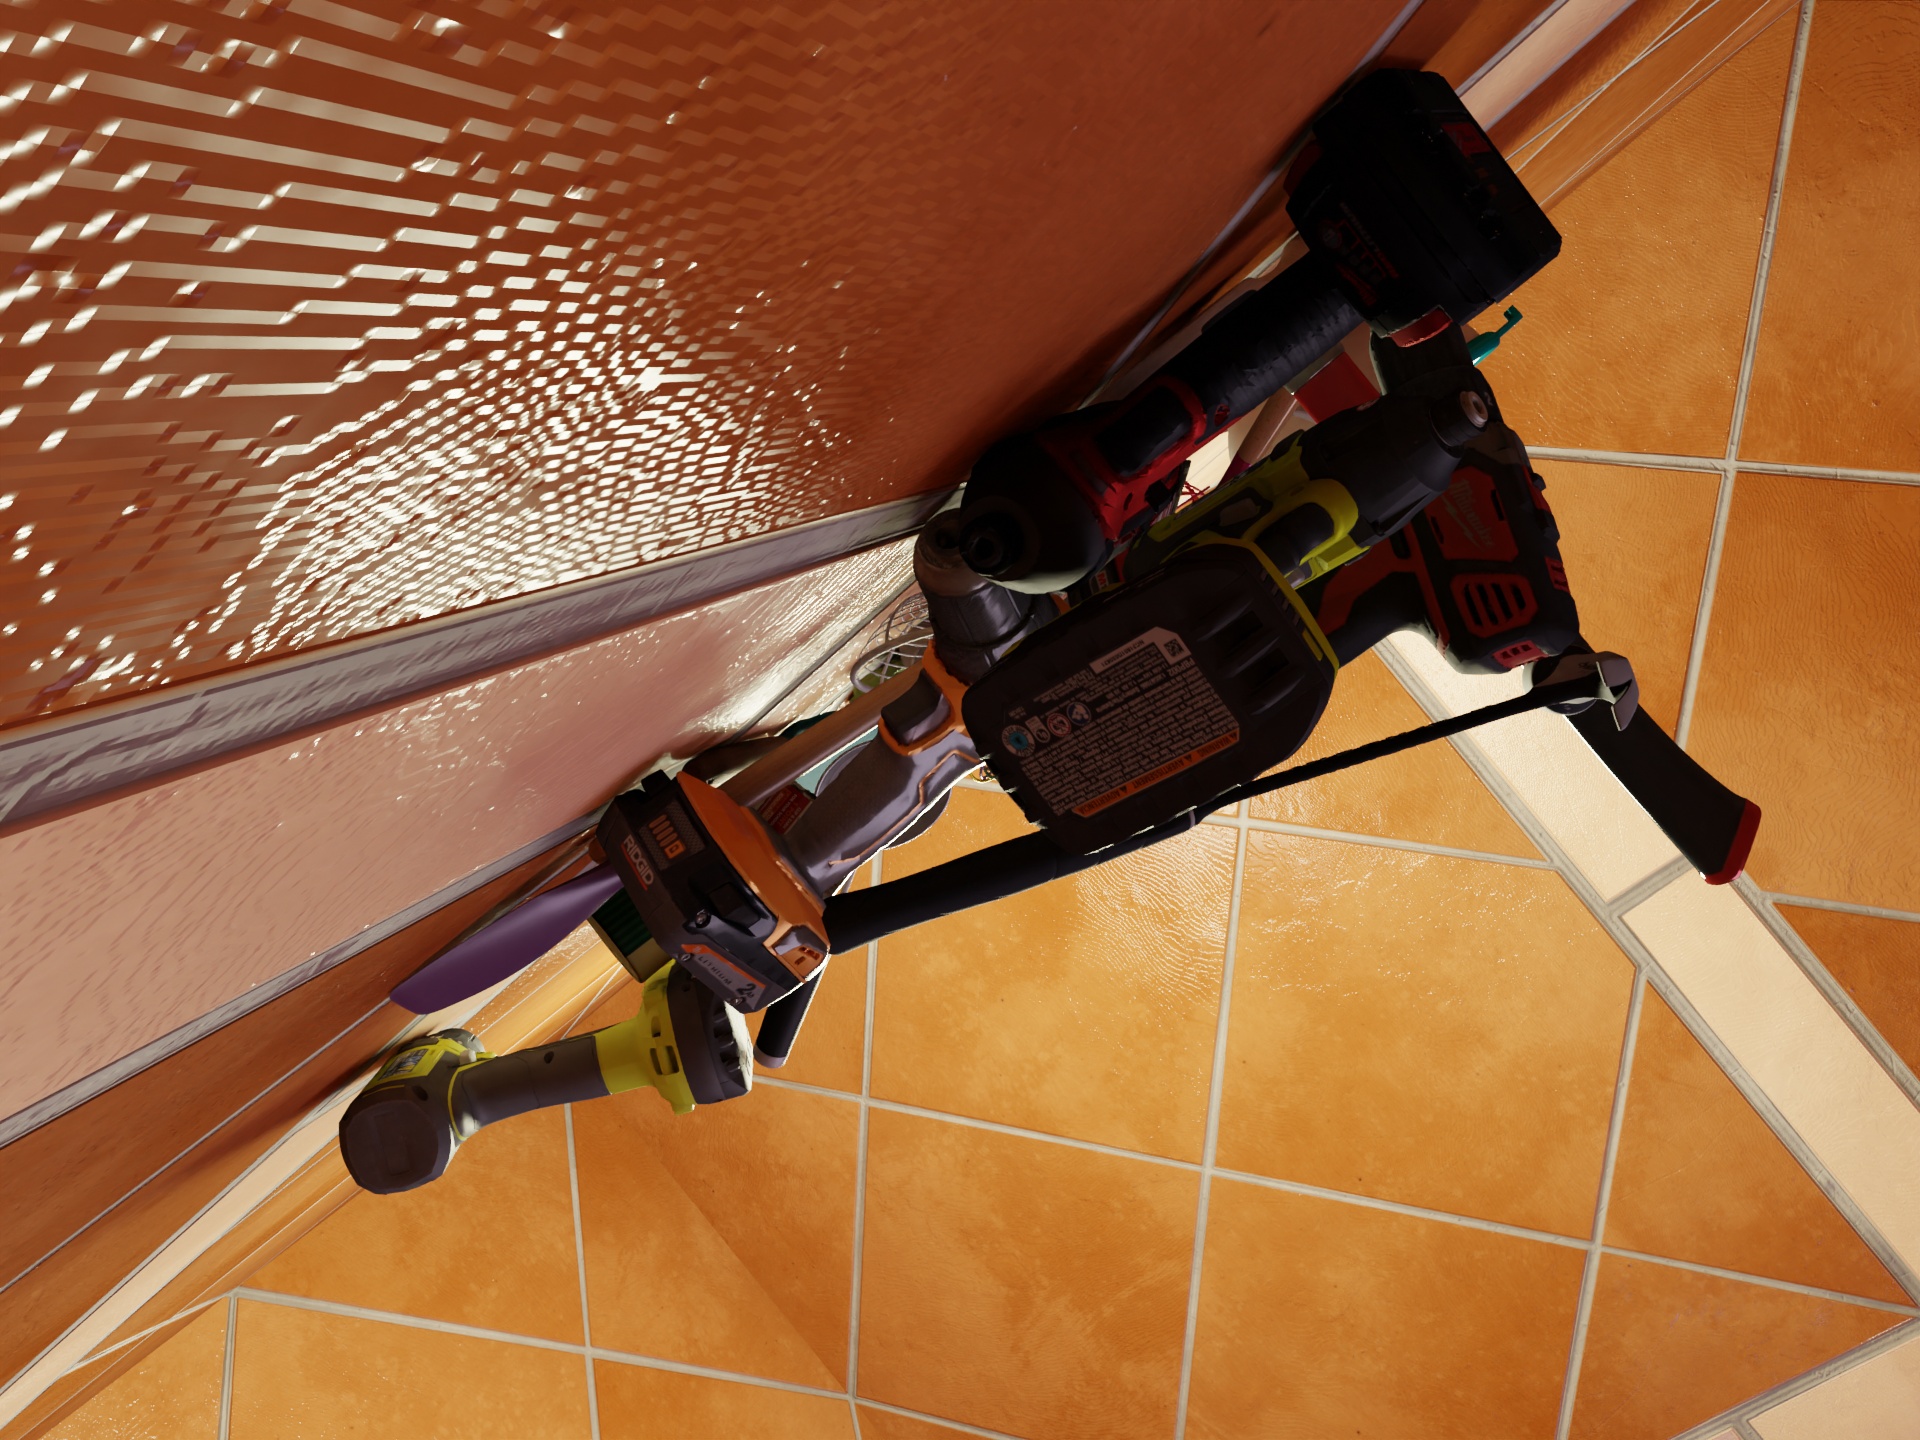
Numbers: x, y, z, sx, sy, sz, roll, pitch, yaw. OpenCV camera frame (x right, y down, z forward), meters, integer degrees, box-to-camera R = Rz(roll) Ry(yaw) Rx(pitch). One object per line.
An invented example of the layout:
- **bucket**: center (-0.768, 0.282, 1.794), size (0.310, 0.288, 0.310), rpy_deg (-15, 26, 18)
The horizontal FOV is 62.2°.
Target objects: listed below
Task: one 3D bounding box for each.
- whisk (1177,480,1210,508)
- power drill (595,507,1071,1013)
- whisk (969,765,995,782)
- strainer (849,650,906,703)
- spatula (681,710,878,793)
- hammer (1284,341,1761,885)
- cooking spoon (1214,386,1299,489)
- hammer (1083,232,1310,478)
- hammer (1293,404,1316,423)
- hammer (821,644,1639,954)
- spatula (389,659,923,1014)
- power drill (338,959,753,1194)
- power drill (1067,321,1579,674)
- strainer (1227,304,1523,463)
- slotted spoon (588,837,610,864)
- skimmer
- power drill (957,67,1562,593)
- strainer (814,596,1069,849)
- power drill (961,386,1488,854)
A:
- **whisk**: center (0.073, -0.103, 1.212), size (0.296, 0.073, 0.073), rpy_deg (-32, -177, 37)
- **power drill**: center (-0.044, 0.016, 0.696), size (0.226, 0.084, 0.185), rpy_deg (-35, 148, -4)
- **whisk**: center (0.069, -0.067, 1.060), size (0.245, 0.047, 0.051), rpy_deg (-62, -158, 1)
- **strainer**: center (-0.013, -0.024, 1.077), size (0.151, 0.069, 0.256), rpy_deg (-40, 180, 16)
- **spatula**: center (-0.100, 0.025, 0.896), size (0.082, 0.044, 0.317), rpy_deg (-41, 178, 7)
- **hammer**: center (0.275, -0.061, 0.852), size (0.143, 0.386, 0.038), rpy_deg (-40, 179, 29)
- **cooking spoon**: center (0.182, -0.175, 0.937), size (0.069, 0.017, 0.318), rpy_deg (-58, 178, -44)
- **hammer**: center (0.074, -0.126, 0.798), size (0.128, 0.033, 0.331), rpy_deg (-40, 179, -20)
- **hammer**: center (0.140, -0.103, 1.112), size (0.405, 0.144, 0.035), rpy_deg (-28, -144, 42)
- **hammer**: center (0.124, 0.041, 0.768), size (0.409, 0.036, 0.149), rpy_deg (-19, 180, 6)
- **spatula**: center (-0.126, 0.049, 0.759), size (0.316, 0.018, 0.059), rpy_deg (-33, 156, -6)
- **power drill**: center (-0.249, 0.208, 0.982), size (0.228, 0.080, 0.190), rpy_deg (-15, -175, -5)
- **power drill**: center (0.167, -0.088, 0.775), size (0.226, 0.188, 0.080), rpy_deg (-22, 162, 29)
- **strainer**: center (0.232, -0.209, 1.168), size (0.211, 0.095, 0.340), rpy_deg (-35, 178, -39)
- **slotted spoon**: center (-0.135, 0.109, 0.902), size (0.070, 0.031, 0.313), rpy_deg (-51, 158, -5)
- **skimmer**: center (-0.042, 0.076, 0.894), size (0.127, 0.090, 0.363), rpy_deg (4, 121, -36)
- **power drill**: center (0.091, -0.122, 0.561), size (0.219, 0.078, 0.143), rpy_deg (-36, -179, 32)
- **strainer**: center (-0.001, -0.003, 0.937), size (0.258, 0.086, 0.050), rpy_deg (-42, -142, 21)
- **power drill**: center (0.110, -0.053, 0.622), size (0.171, 0.080, 0.223), rpy_deg (-30, -170, 41)
